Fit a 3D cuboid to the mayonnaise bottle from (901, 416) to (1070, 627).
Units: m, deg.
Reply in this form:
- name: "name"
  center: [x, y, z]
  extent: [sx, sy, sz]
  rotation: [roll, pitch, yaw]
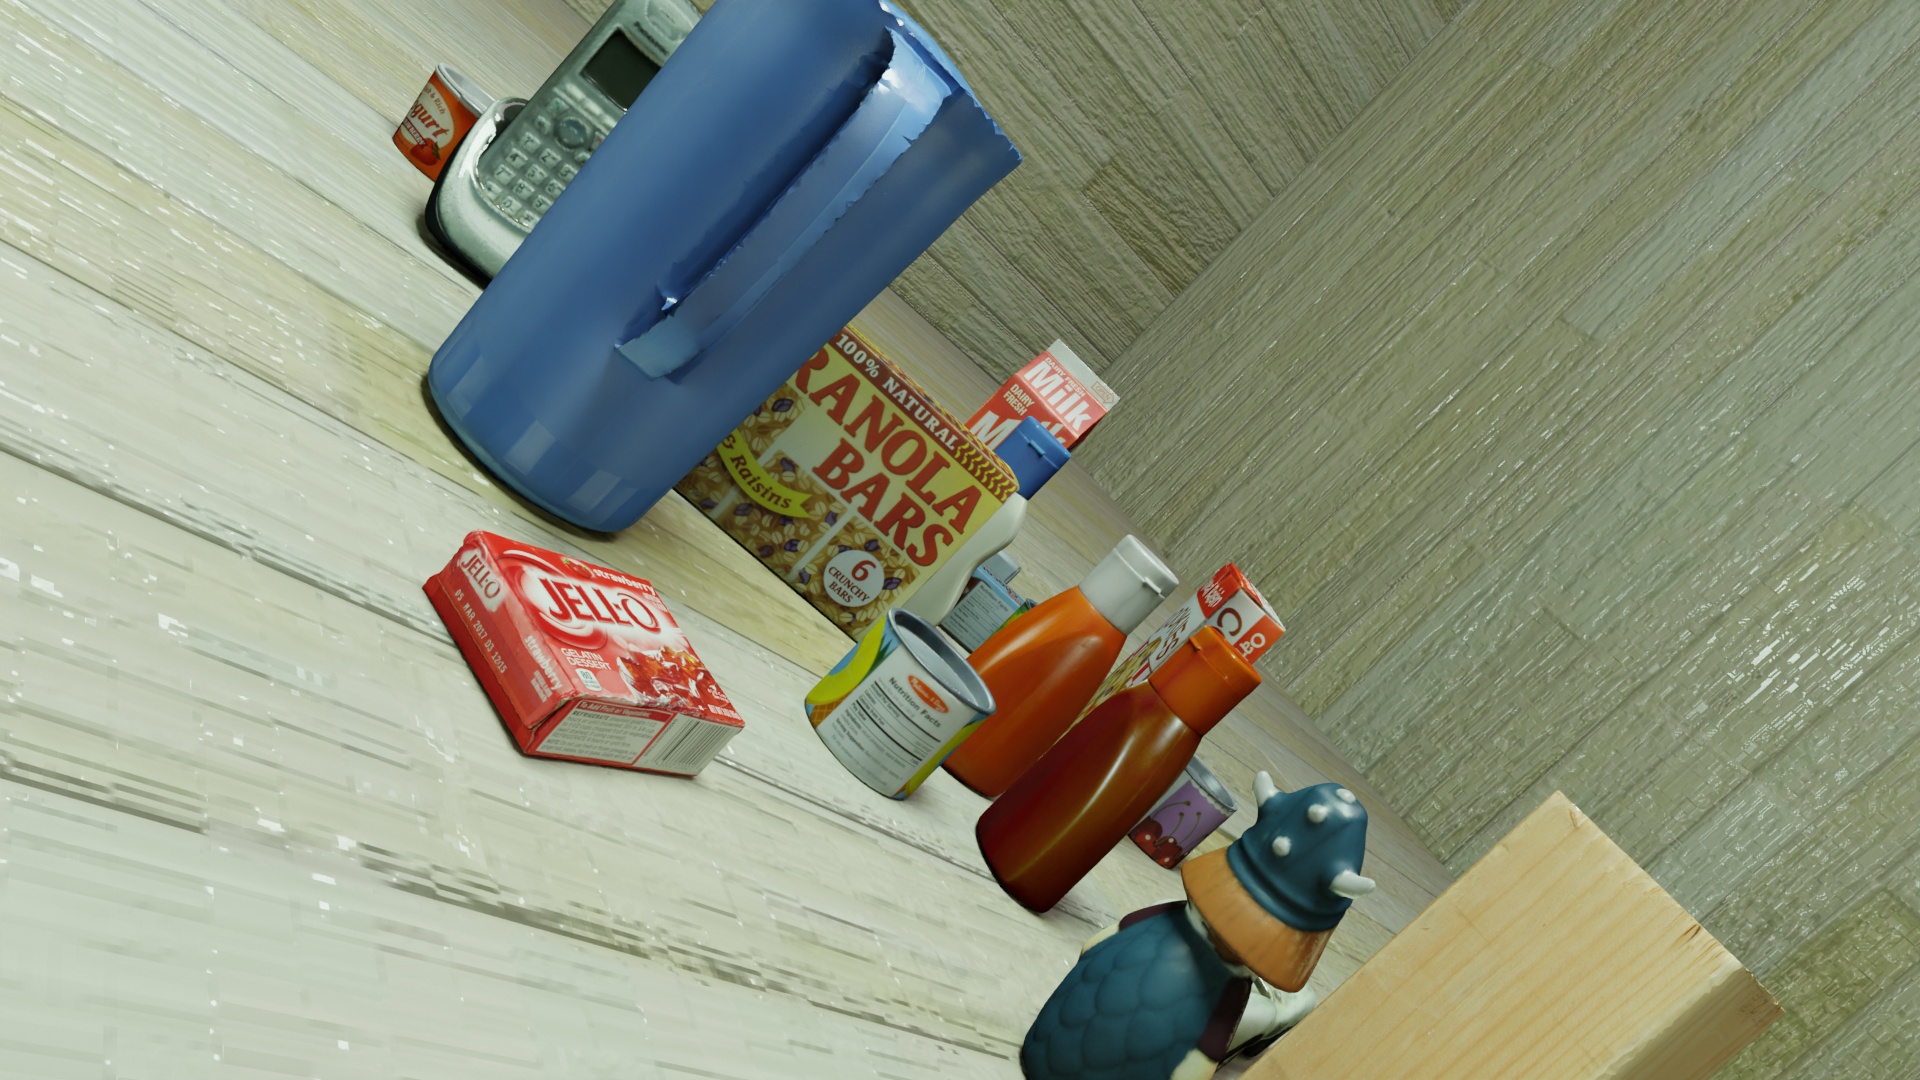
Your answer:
- name: "mayonnaise bottle"
  center: [0.003, -0.011, 0.840]
  extent: [0.065, 0.148, 0.041]
  rotation: [45, 9, 2]

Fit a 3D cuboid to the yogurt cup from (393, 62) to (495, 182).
- name: "yogurt cup"
  center: [-0.303, -0.245, 0.840]
  extent: [0.072, 0.054, 0.072]
  rotation: [43, 9, -8]

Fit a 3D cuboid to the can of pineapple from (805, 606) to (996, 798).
- name: "can of pineapple"
  center: [-0.027, 0.072, 0.624]
  extent: [0.071, 0.058, 0.071]
  rotation: [43, 9, -8]

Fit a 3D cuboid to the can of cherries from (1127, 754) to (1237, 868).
- name: "can of cherries"
  center: [0.138, 0.172, 0.904]
  extent: [0.071, 0.058, 0.071]
  rotation: [43, 9, -8]

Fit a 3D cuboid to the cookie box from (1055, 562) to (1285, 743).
- name: "cookie box"
  center: [0.121, 0.089, 0.852]
  extent: [0.040, 0.167, 0.123]
  rotation: [45, 9, 1]

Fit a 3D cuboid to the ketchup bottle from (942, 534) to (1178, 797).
- name: "ketchup bottle"
  center: [0.047, 0.061, 0.708]
  extent: [0.064, 0.148, 0.044]
  rotation: [41, 9, -24]

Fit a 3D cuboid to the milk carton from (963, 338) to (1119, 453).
- name: "milk carton"
  center: [0.035, -0.069, 1.104]
  extent: [0.072, 0.190, 0.073]
  rotation: [45, 9, 4]

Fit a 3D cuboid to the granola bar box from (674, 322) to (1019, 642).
- name: "granola bar box"
  center: [-0.071, -0.044, 0.737]
  extent: [0.165, 0.124, 0.039]
  rotation: [42, 9, -16]

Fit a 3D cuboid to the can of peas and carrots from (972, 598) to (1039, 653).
- name: "can of peas and carrots"
  center: [0.047, 0.082, 0.902]
  extent: [0.071, 0.058, 0.071]
  rotation: [43, 9, -8]

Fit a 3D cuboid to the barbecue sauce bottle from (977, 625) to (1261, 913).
- name: "barbecue sauce bottle"
  center: [0.074, 0.102, 0.645]
  extent: [0.043, 0.148, 0.065]
  rotation: [41, 9, -23]

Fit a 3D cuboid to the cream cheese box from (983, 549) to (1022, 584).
- name: "cream cheese box"
  center: [-0.010, 0.003, 1.020]
  extent: [0.104, 0.053, 0.024]
  rotation: [45, 9, 4]

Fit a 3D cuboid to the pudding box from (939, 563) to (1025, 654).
- name: "pudding box"
  center: [0.001, 0.036, 0.935]
  extent: [0.083, 0.049, 0.030]
  rotation: [42, 9, -15]
